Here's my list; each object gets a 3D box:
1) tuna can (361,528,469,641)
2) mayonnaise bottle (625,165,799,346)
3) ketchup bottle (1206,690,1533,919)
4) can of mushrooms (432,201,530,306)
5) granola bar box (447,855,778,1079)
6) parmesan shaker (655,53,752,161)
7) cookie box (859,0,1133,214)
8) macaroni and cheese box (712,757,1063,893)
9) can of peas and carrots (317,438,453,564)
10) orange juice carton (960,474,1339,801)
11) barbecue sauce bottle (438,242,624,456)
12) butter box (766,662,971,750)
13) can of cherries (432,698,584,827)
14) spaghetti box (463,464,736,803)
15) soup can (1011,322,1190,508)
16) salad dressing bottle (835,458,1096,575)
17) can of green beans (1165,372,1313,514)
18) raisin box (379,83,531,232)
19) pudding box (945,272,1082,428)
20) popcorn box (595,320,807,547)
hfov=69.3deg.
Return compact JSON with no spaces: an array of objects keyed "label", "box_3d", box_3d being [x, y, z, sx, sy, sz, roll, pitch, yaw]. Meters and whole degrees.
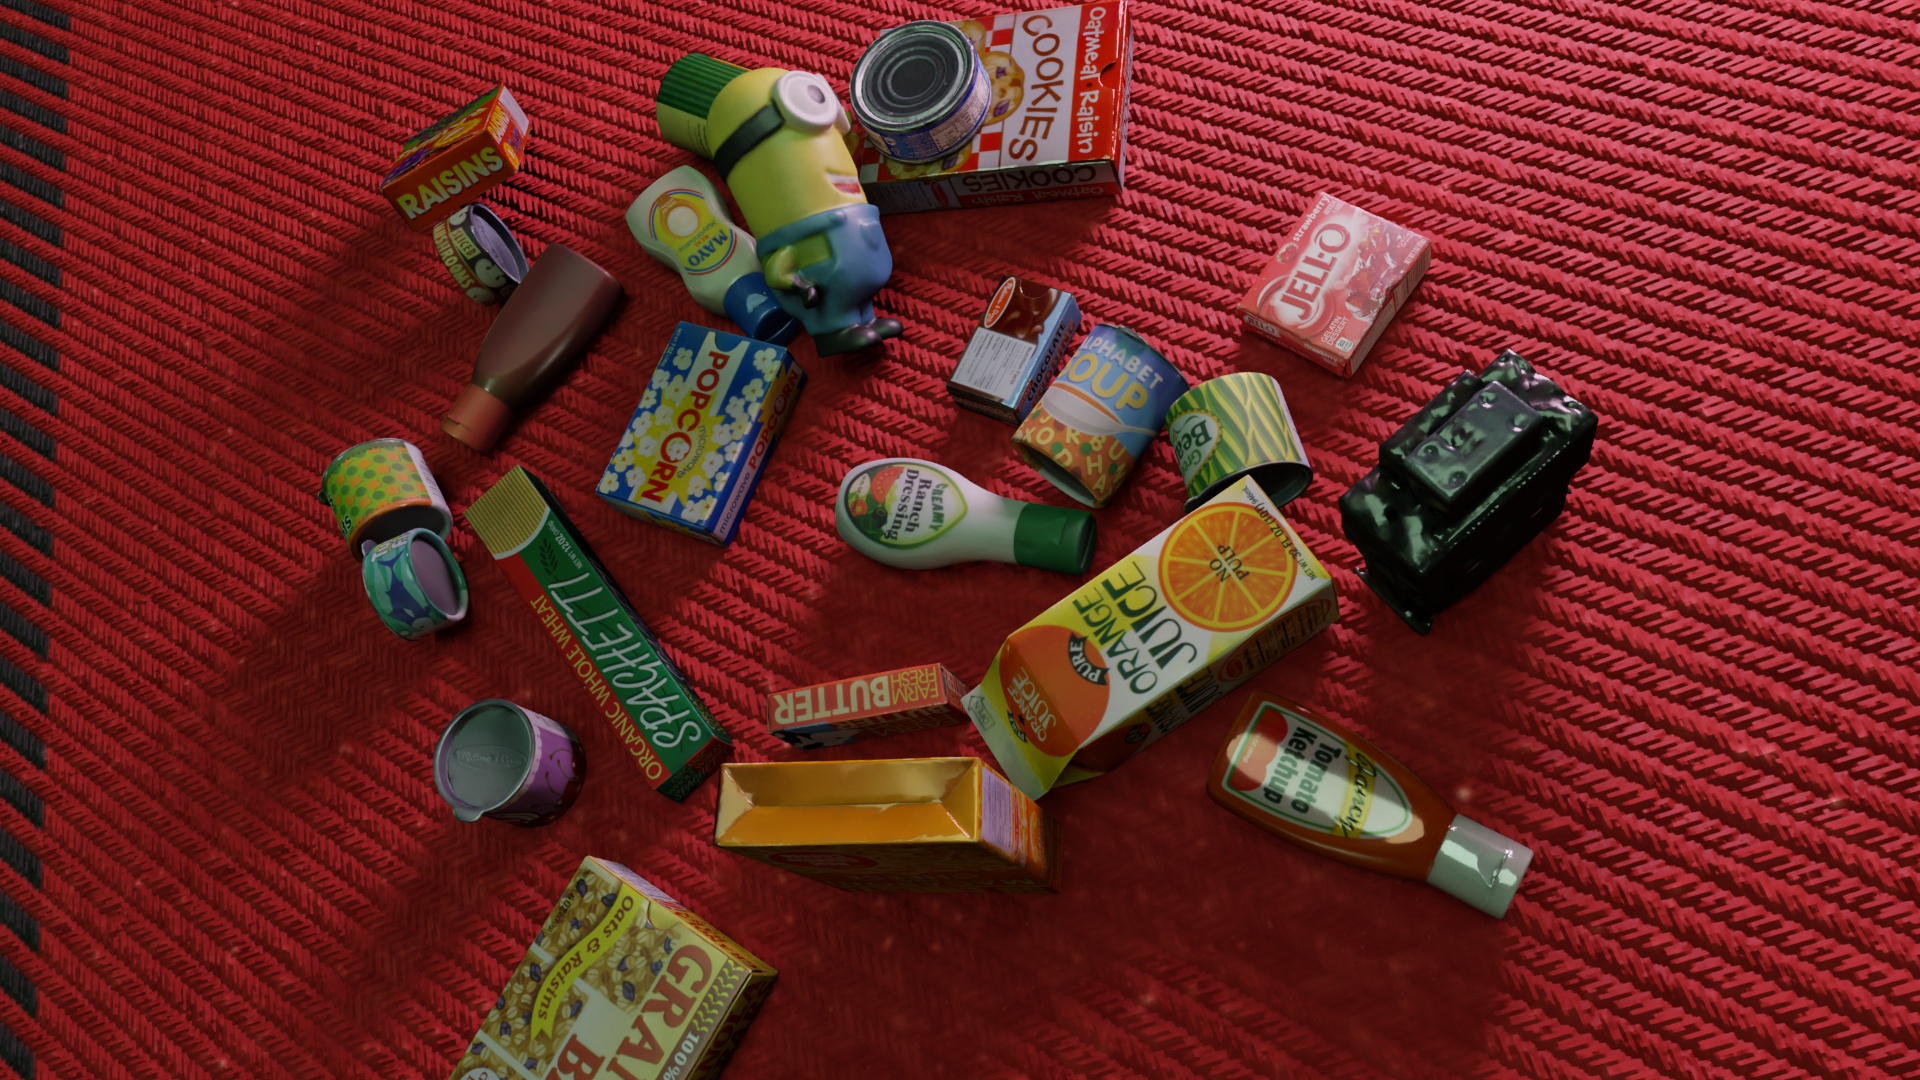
[{"label":"tuna can","box_3d":[-0.344,0.025,0.877,0.033,0.071,0.071,-23,64,6]},{"label":"mayonnaise bottle","box_3d":[-0.160,-0.184,0.916,0.065,0.041,0.148,-41,63,-2]},{"label":"ketchup bottle","box_3d":[0.199,0.132,0.677,0.149,0.043,0.065,26,79,24]},{"label":"can of mushrooms","box_3d":[-0.332,-0.198,0.961,0.033,0.071,0.071,-28,64,8]},{"label":"granola bar box","box_3d":[-0.194,0.274,0.748,0.124,0.039,0.166,26,79,24]},{"label":"parmesan shaker","box_3d":[-0.147,-0.286,0.936,0.103,0.071,0.071,26,79,25]},{"label":"cookie box","box_3d":[0.024,-0.278,0.895,0.167,0.040,0.123,0,69,18]},{"label":"macaroni and cheese box","box_3d":[-0.027,0.142,0.675,0.124,0.166,0.040,-4,68,16]},{"label":"can of peas and carrots","box_3d":[-0.376,-0.023,0.907,0.071,0.071,0.059,-36,64,2]},{"label":"orange juice carton","box_3d":[0.095,0.057,0.722,0.192,0.073,0.072,-34,64,3]},{"label":"barbecue sauce bottle","box_3d":[-0.293,-0.127,0.935,0.065,0.043,0.149,29,81,25]},{"label":"butter box","box_3d":[-0.050,0.092,0.766,0.103,0.053,0.024,-12,69,13]},{"label":"can of cherries","box_3d":[-0.265,0.134,0.815,0.071,0.058,0.072,-6,68,15]},{"label":"spaghetti box","box_3d":[-0.225,0.051,0.851,0.050,0.028,0.251,-42,63,-1]},{"label":"soup can","box_3d":[0.077,-0.071,0.779,0.071,0.071,0.084,34,83,26]},{"label":"salad dressing bottle","box_3d":[0.003,-0.010,0.794,0.148,0.044,0.064,10,72,21]},{"label":"can of green beans","box_3d":[0.149,-0.050,0.751,0.071,0.071,0.058,-19,65,10]},{"label":"raisin box","box_3d":[-0.354,-0.273,0.983,0.086,0.040,0.124,-27,33,6]},{"label":"pudding box","box_3d":[0.033,-0.114,0.834,0.050,0.030,0.084,21,77,25]},{"label":"popcorn box","box_3d":[-0.162,-0.067,0.873,0.085,0.038,0.127,17,76,24]}]
